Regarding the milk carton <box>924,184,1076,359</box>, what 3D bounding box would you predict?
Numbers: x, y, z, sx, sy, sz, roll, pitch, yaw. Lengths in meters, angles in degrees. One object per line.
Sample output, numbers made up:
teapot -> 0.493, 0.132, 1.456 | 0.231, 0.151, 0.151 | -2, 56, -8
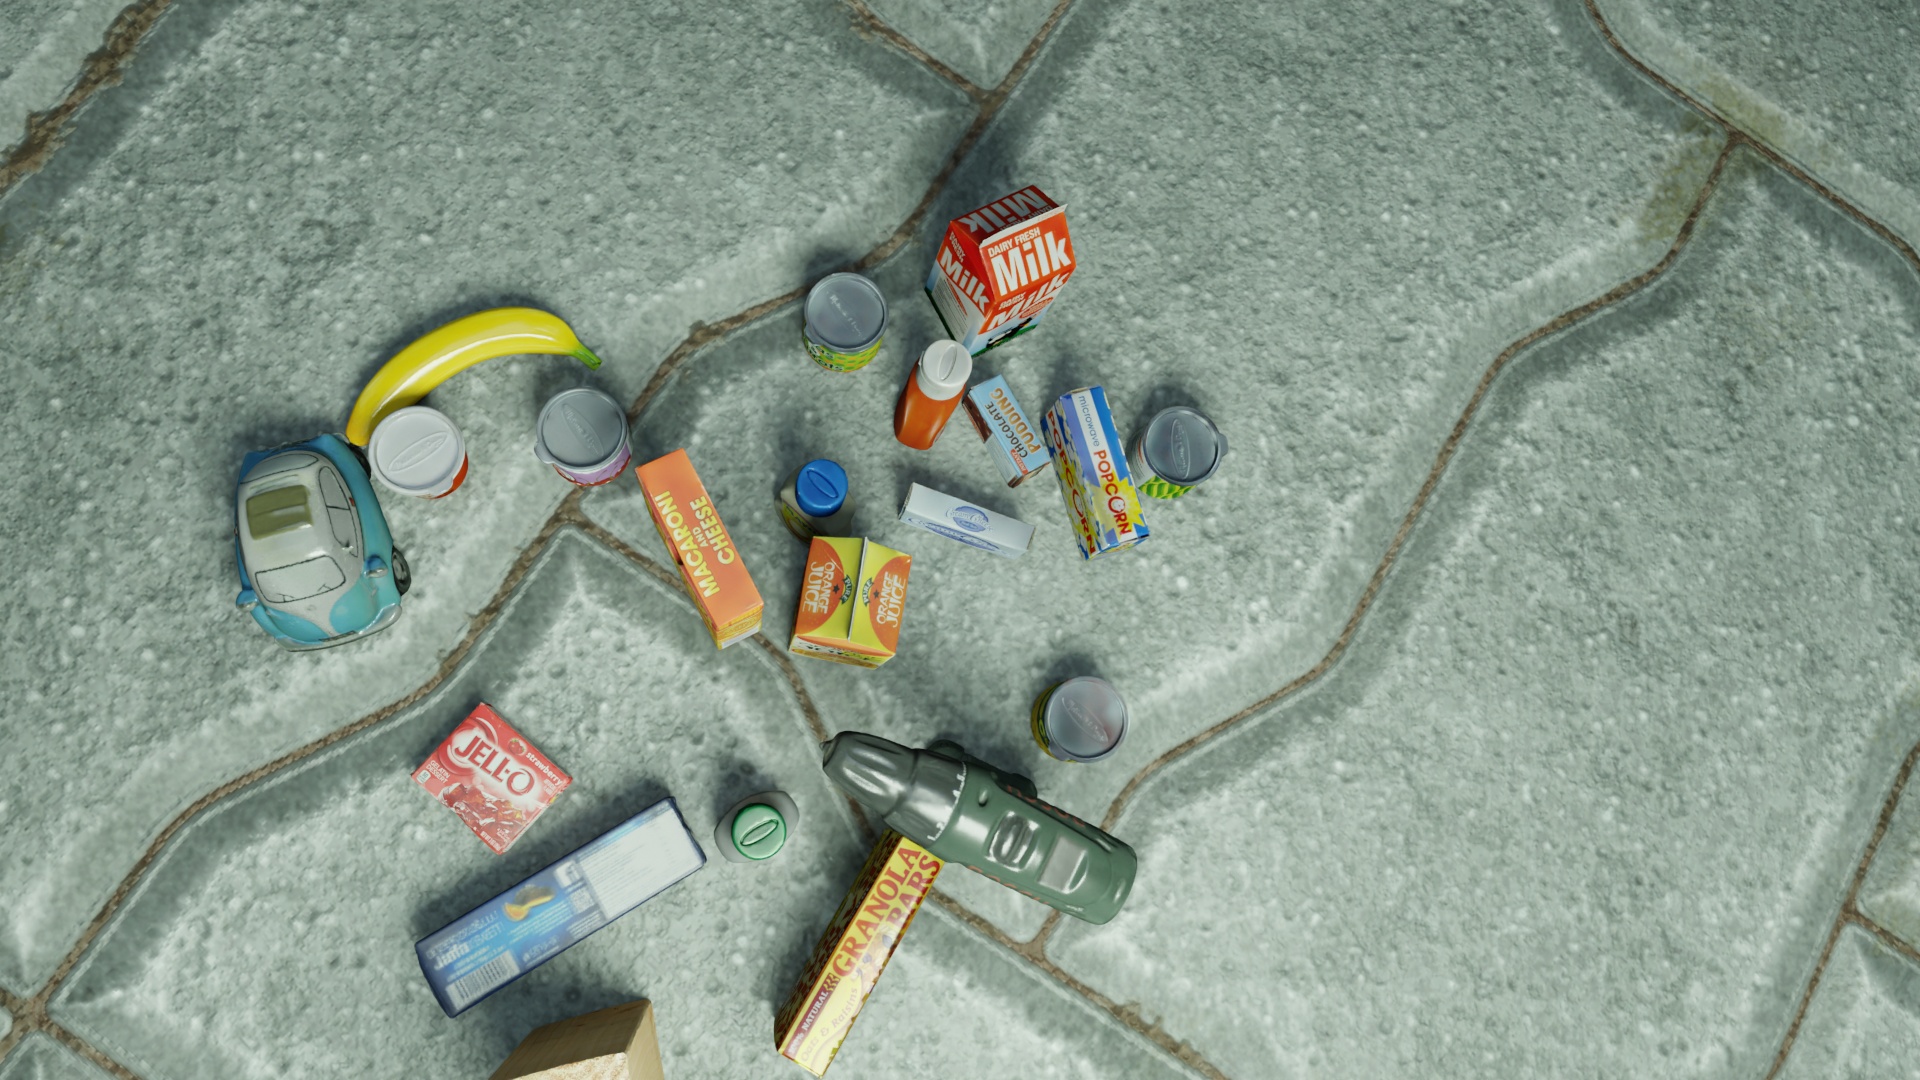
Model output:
milk carton -> 0.031, -0.209, 1.067 | 0.072, 0.190, 0.073 | -27, 86, -12

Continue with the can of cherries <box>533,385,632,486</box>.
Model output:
can of cherries -> -0.289, -0.078, 1.062 | 0.071, 0.058, 0.071 | 1, 80, -8

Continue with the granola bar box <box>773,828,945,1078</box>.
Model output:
granola bar box -> -0.075, 0.289, 0.996 | 0.039, 0.124, 0.166 | 32, 77, -2

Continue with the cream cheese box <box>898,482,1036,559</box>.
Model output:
cream cheese box -> 0.004, -0.014, 1.099 | 0.104, 0.053, 0.024 | 19, 78, -5

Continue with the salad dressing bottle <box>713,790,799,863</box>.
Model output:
salad dressing bottle -> -0.145, 0.205, 0.988 | 0.064, 0.147, 0.044 | -30, 86, -12

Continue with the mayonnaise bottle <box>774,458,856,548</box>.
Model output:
mayonnaise bottle -> -0.107, -0.028, 1.035 | 0.065, 0.148, 0.041 | 42, 77, 0

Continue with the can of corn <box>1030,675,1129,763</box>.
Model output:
can of corn -> 0.090, 0.142, 1.082 | 0.071, 0.058, 0.071 | 1, 80, -8

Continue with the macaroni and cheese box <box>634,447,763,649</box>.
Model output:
macaroni and cheese box -> -0.188, 0.011, 1.007 | 0.040, 0.166, 0.124 | -27, 85, -12

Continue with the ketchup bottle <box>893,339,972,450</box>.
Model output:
ketchup bottle -> -0.021, -0.115, 1.064 | 0.043, 0.148, 0.065 | 19, 78, -5

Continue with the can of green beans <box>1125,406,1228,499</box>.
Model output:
can of green beans -> 0.173, -0.070, 1.133 | 0.071, 0.057, 0.071 | 1, 80, -8

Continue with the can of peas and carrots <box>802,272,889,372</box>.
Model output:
can of peas and carrots -> -0.094, -0.171, 1.109 | 0.071, 0.058, 0.071 | 1, 80, -8

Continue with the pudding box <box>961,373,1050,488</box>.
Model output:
pudding box -> 0.036, -0.088, 1.119 | 0.030, 0.049, 0.084 | -29, 86, -12

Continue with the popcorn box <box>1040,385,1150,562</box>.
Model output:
popcorn box -> 0.105, -0.051, 1.105 | 0.038, 0.085, 0.127 | -16, 83, -11

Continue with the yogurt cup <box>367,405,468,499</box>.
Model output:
yogurt cup -> -0.403, -0.062, 1.044 | 0.072, 0.054, 0.072 | 1, 80, -8

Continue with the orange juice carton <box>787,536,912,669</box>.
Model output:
orange juice carton -> -0.081, 0.046, 1.003 | 0.073, 0.192, 0.072 | 11, 79, -7
